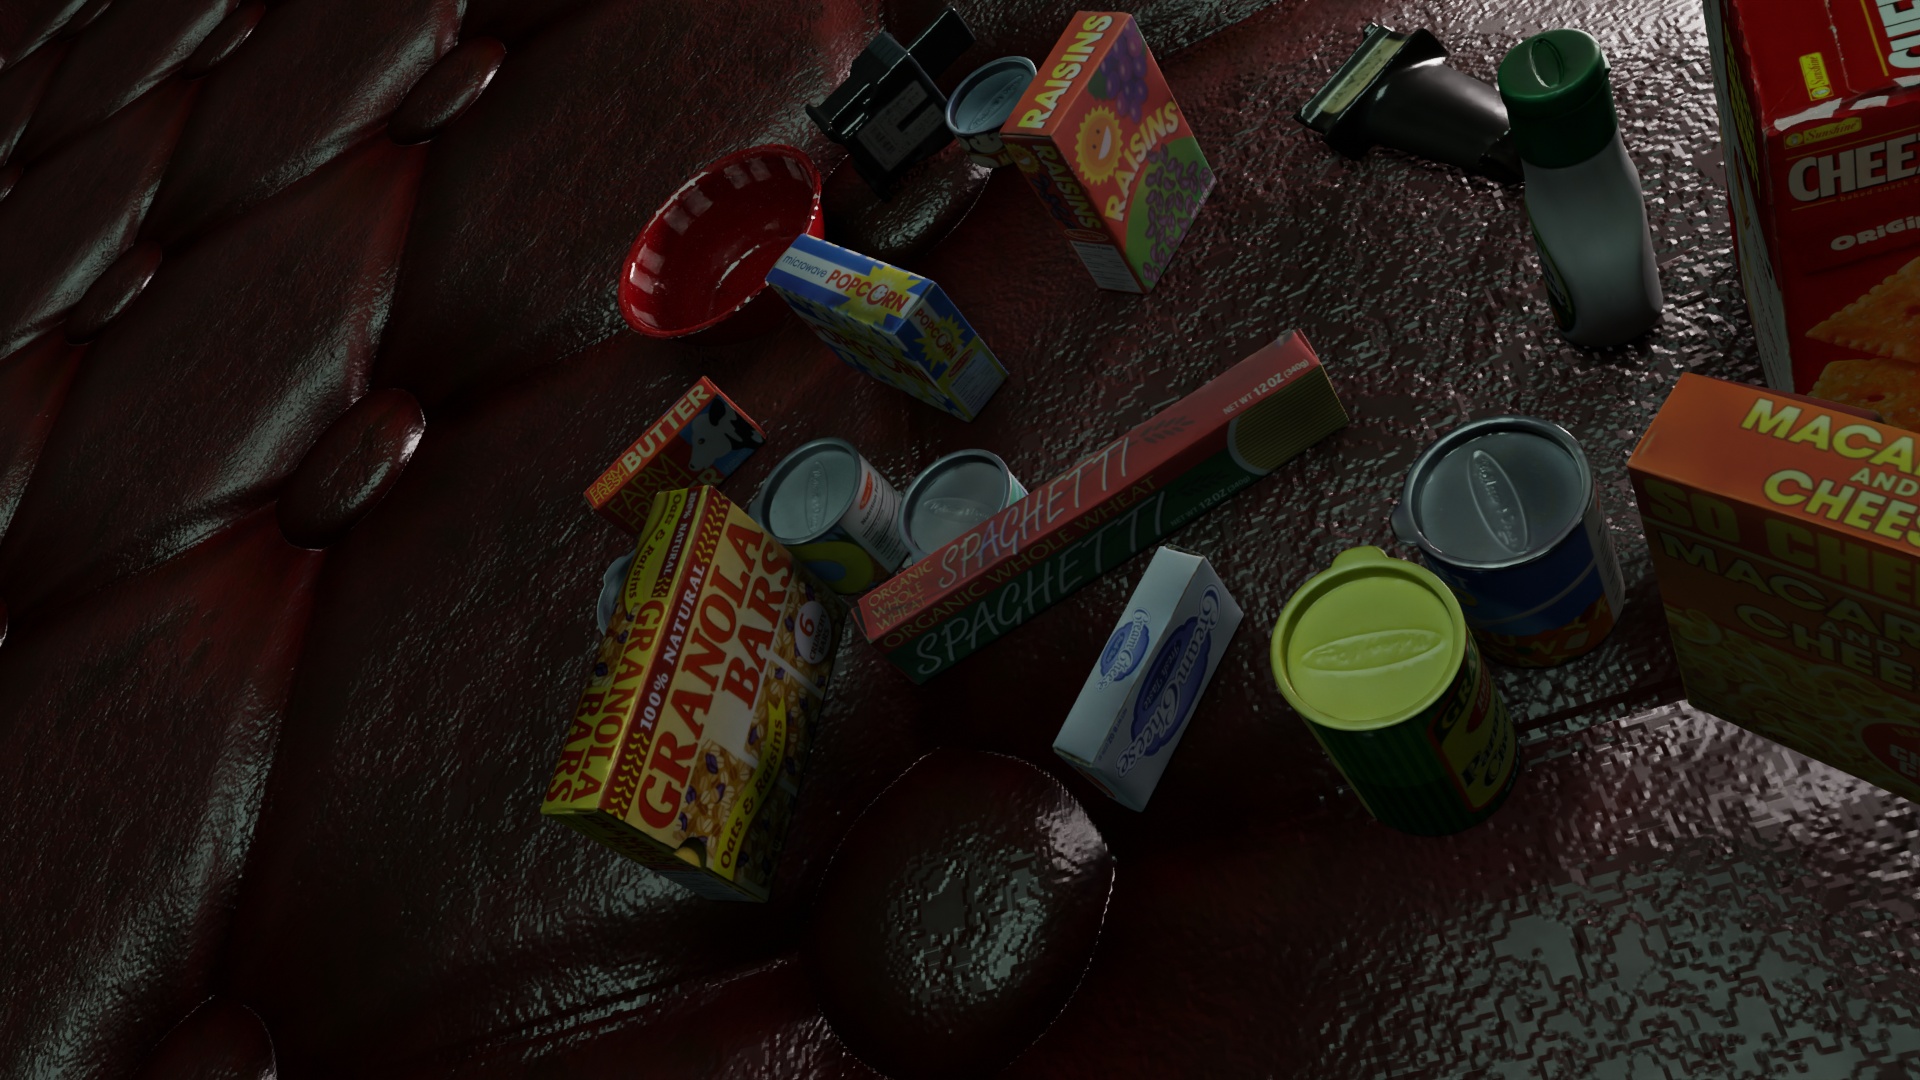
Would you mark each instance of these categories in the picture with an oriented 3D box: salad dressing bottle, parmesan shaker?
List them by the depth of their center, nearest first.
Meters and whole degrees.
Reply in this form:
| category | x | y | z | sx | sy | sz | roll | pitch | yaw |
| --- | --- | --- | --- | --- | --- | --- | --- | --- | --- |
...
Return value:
| category | x | y | z | sx | sy | sz | roll | pitch | yaw |
| --- | --- | --- | --- | --- | --- | --- | --- | --- | --- |
| parmesan shaker | 0.162 | 0.057 | 0.510 | 0.071 | 0.103 | 0.071 | -18 | 51 | 23 |
| salad dressing bottle | 0.250 | -0.139 | 0.560 | 0.044 | 0.147 | 0.064 | -16 | 52 | 24 |

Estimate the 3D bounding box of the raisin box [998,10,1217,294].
| category | x | y | z | sx | sy | sz | roll | pitch | yaw |
| --- | --- | --- | --- | --- | --- | --- | --- | --- | --- |
| raisin box | 0.081 | -0.203 | 0.736 | 0.040 | 0.123 | 0.086 | 19 | 71 | 41 |

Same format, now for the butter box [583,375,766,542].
| category | x | y | z | sx | sy | sz | roll | pitch | yaw |
| --- | --- | --- | --- | --- | --- | --- | --- | --- | --- |
| butter box | -0.172 | -0.045 | 0.840 | 0.103 | 0.053 | 0.024 | -44 | 46 | -1 |

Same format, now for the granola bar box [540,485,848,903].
| category | x | y | z | sx | sy | sz | roll | pitch | yaw |
| --- | --- | --- | --- | --- | --- | --- | --- | --- | --- |
| granola bar box | -0.120 | 0.075 | 0.670 | 0.039 | 0.124 | 0.166 | -6 | 56 | 31 |

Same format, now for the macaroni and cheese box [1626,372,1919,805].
| category | x | y | z | sx | sy | sz | roll | pitch | yaw |
| --- | --- | --- | --- | --- | --- | --- | --- | --- | --- |
| macaroni and cheese box | 0.277 | 0.025 | 0.412 | 0.124 | 0.166 | 0.040 | 28 | 77 | 43 |

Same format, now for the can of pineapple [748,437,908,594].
| category | x | y | z | sx | sy | sz | roll | pitch | yaw |
| --- | --- | --- | --- | --- | --- | --- | --- | --- | --- |
| can of pineapple | -0.067 | -0.012 | 0.744 | 0.071 | 0.057 | 0.071 | -17 | 51 | 23 |

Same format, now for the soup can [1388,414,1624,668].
| category | x | y | z | sx | sy | sz | roll | pitch | yaw |
| --- | --- | --- | --- | --- | --- | --- | --- | --- | --- |
| soup can | 0.210 | 0.003 | 0.531 | 0.071 | 0.083 | 0.072 | -18 | 51 | 23 |

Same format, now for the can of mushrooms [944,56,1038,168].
| category | x | y | z | sx | sy | sz | roll | pitch | yaw |
| --- | --- | --- | --- | --- | --- | --- | --- | --- | --- |
| can of mushrooms | 0.027 | -0.271 | 0.882 | 0.071 | 0.033 | 0.071 | -17 | 51 | 23 |

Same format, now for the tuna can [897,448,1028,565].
| category | x | y | z | sx | sy | sz | roll | pitch | yaw |
| --- | --- | --- | --- | --- | --- | --- | --- | --- | --- |
| tuna can | 0.003 | -0.009 | 0.712 | 0.071 | 0.032 | 0.071 | -17 | 51 | 23 |

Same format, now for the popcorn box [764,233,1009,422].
| category | x | y | z | sx | sy | sz | roll | pitch | yaw |
| --- | --- | --- | --- | --- | --- | --- | --- | --- | --- |
| popcorn box | -0.043 | -0.122 | 0.787 | 0.127 | 0.085 | 0.038 | 29 | 78 | 43 |

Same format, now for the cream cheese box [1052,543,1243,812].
| category | x | y | z | sx | sy | sz | roll | pitch | yaw |
| --- | --- | --- | --- | --- | --- | --- | --- | --- | --- |
| cream cheese box | 0.082 | 0.059 | 0.597 | 0.024 | 0.053 | 0.104 | 17 | 69 | 40 |

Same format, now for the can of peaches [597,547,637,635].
| category | x | y | z | sx | sy | sz | roll | pitch | yaw |
| --- | --- | --- | --- | --- | --- | --- | --- | --- | --- |
| can of peaches | -0.157 | 0.039 | 0.766 | 0.071 | 0.058 | 0.071 | -17 | 51 | 23 |

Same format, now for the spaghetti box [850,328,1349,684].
| category | x | y | z | sx | sy | sz | roll | pitch | yaw |
| --- | --- | --- | --- | --- | --- | --- | --- | --- | --- |
| spaghetti box | 0.064 | -0.012 | 0.661 | 0.250 | 0.050 | 0.029 | -32 | 47 | 11 |
